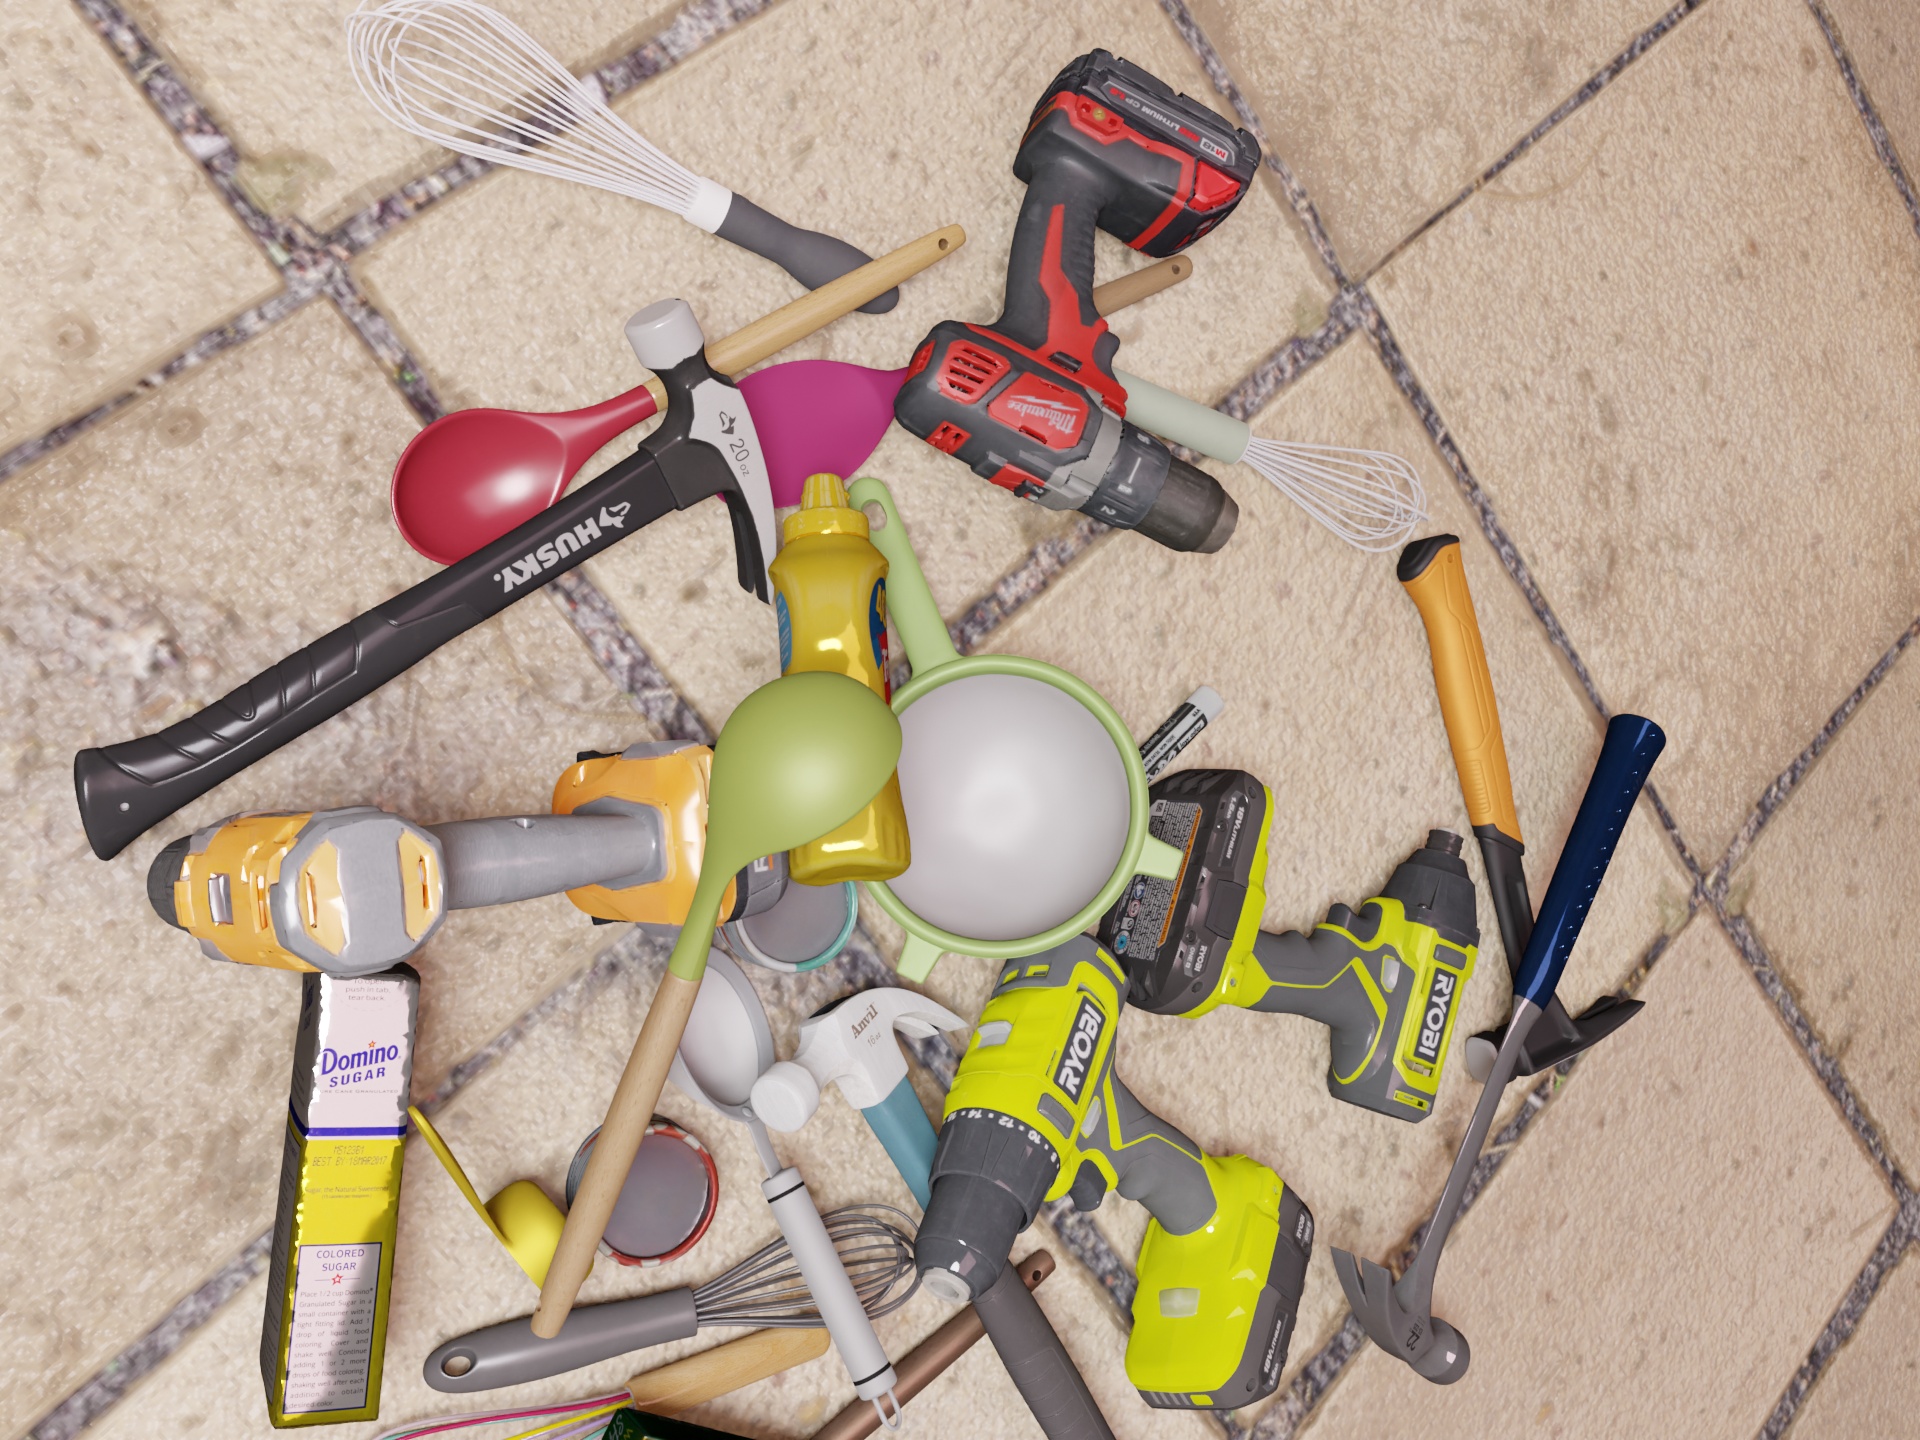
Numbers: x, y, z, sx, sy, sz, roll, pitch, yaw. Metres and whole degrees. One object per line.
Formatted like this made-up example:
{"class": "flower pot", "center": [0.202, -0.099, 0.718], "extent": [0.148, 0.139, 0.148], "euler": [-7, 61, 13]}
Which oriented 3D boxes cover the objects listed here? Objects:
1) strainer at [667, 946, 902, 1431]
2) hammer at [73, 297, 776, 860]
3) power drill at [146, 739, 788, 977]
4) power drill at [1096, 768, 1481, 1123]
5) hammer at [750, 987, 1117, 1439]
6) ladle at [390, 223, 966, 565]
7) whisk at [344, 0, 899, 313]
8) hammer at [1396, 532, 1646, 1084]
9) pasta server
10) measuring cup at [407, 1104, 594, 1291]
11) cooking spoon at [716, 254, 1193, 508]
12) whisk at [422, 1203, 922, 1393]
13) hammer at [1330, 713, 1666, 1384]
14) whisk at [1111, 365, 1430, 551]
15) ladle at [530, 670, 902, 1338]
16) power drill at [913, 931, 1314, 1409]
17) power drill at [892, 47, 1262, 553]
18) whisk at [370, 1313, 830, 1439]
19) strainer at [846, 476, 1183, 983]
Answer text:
{"class": "strainer", "center": [-0.089, 0.210, 0.743], "extent": [0.050, 0.087, 0.258], "euler": [-31, 80, 18]}
{"class": "hammer", "center": [-0.230, -0.043, 0.703], "extent": [0.335, 0.035, 0.146], "euler": [-35, 125, -17]}
{"class": "power drill", "center": [-0.211, 0.059, 0.670], "extent": [0.226, 0.185, 0.084], "euler": [-6, 91, -45]}
{"class": "power drill", "center": [0.197, 0.116, 0.898], "extent": [0.223, 0.080, 0.171], "euler": [24, 78, -27]}
{"class": "hammer", "center": [0.014, 0.278, 0.787], "extent": [0.331, 0.033, 0.128], "euler": [62, 34, -10]}
{"class": "ladle", "center": [-0.126, -0.167, 0.760], "extent": [0.315, 0.031, 0.069], "euler": [-33, 117, -17]}
{"class": "whisk", "center": [-0.149, -0.260, 0.755], "extent": [0.284, 0.070, 0.070], "euler": [20, 79, -29]}
{"class": "hammer", "center": [0.335, 0.048, 0.987], "extent": [0.127, 0.034, 0.337], "euler": [-17, 95, -25]}
{"class": "pasta server", "center": [-0.076, 0.361, 0.783], "extent": [0.316, 0.040, 0.060], "euler": [-32, 101, -27]}
{"class": "measuring cup", "center": [-0.195, 0.199, 0.679], "extent": [0.029, 0.062, 0.156], "euler": [-38, 142, -24]}
{"class": "cooking spoon", "center": [0.001, -0.191, 0.845], "extent": [0.319, 0.017, 0.068], "euler": [-28, 96, -23]}
{"class": "whisk", "center": [-0.129, 0.276, 0.750], "extent": [0.239, 0.055, 0.055], "euler": [-7, 91, -21]}
{"class": "hammer", "center": [0.325, 0.173, 0.924], "extent": [0.143, 0.035, 0.406], "euler": [44, 68, -41]}
{"class": "whisk", "center": [0.165, -0.155, 0.909], "extent": [0.246, 0.059, 0.058], "euler": [18, 97, -19]}
{"class": "ladle", "center": [-0.108, 0.124, 0.641], "extent": [0.062, 0.078, 0.320], "euler": [13, 111, -31]}
{"class": "power drill", "center": [0.074, 0.242, 0.792], "extent": [0.228, 0.080, 0.191], "euler": [49, 44, -23]}
{"class": "power drill", "center": [0.084, -0.209, 0.830], "extent": [0.187, 0.080, 0.227], "euler": [25, 73, -14]}
{"class": "whisk", "center": [-0.173, 0.323, 0.733], "extent": [0.245, 0.051, 0.047], "euler": [-10, 113, -30]}
{"class": "strainer", "center": [-0.001, -0.003, 0.818], "extent": [0.151, 0.069, 0.256], "euler": [-23, 80, 1]}
